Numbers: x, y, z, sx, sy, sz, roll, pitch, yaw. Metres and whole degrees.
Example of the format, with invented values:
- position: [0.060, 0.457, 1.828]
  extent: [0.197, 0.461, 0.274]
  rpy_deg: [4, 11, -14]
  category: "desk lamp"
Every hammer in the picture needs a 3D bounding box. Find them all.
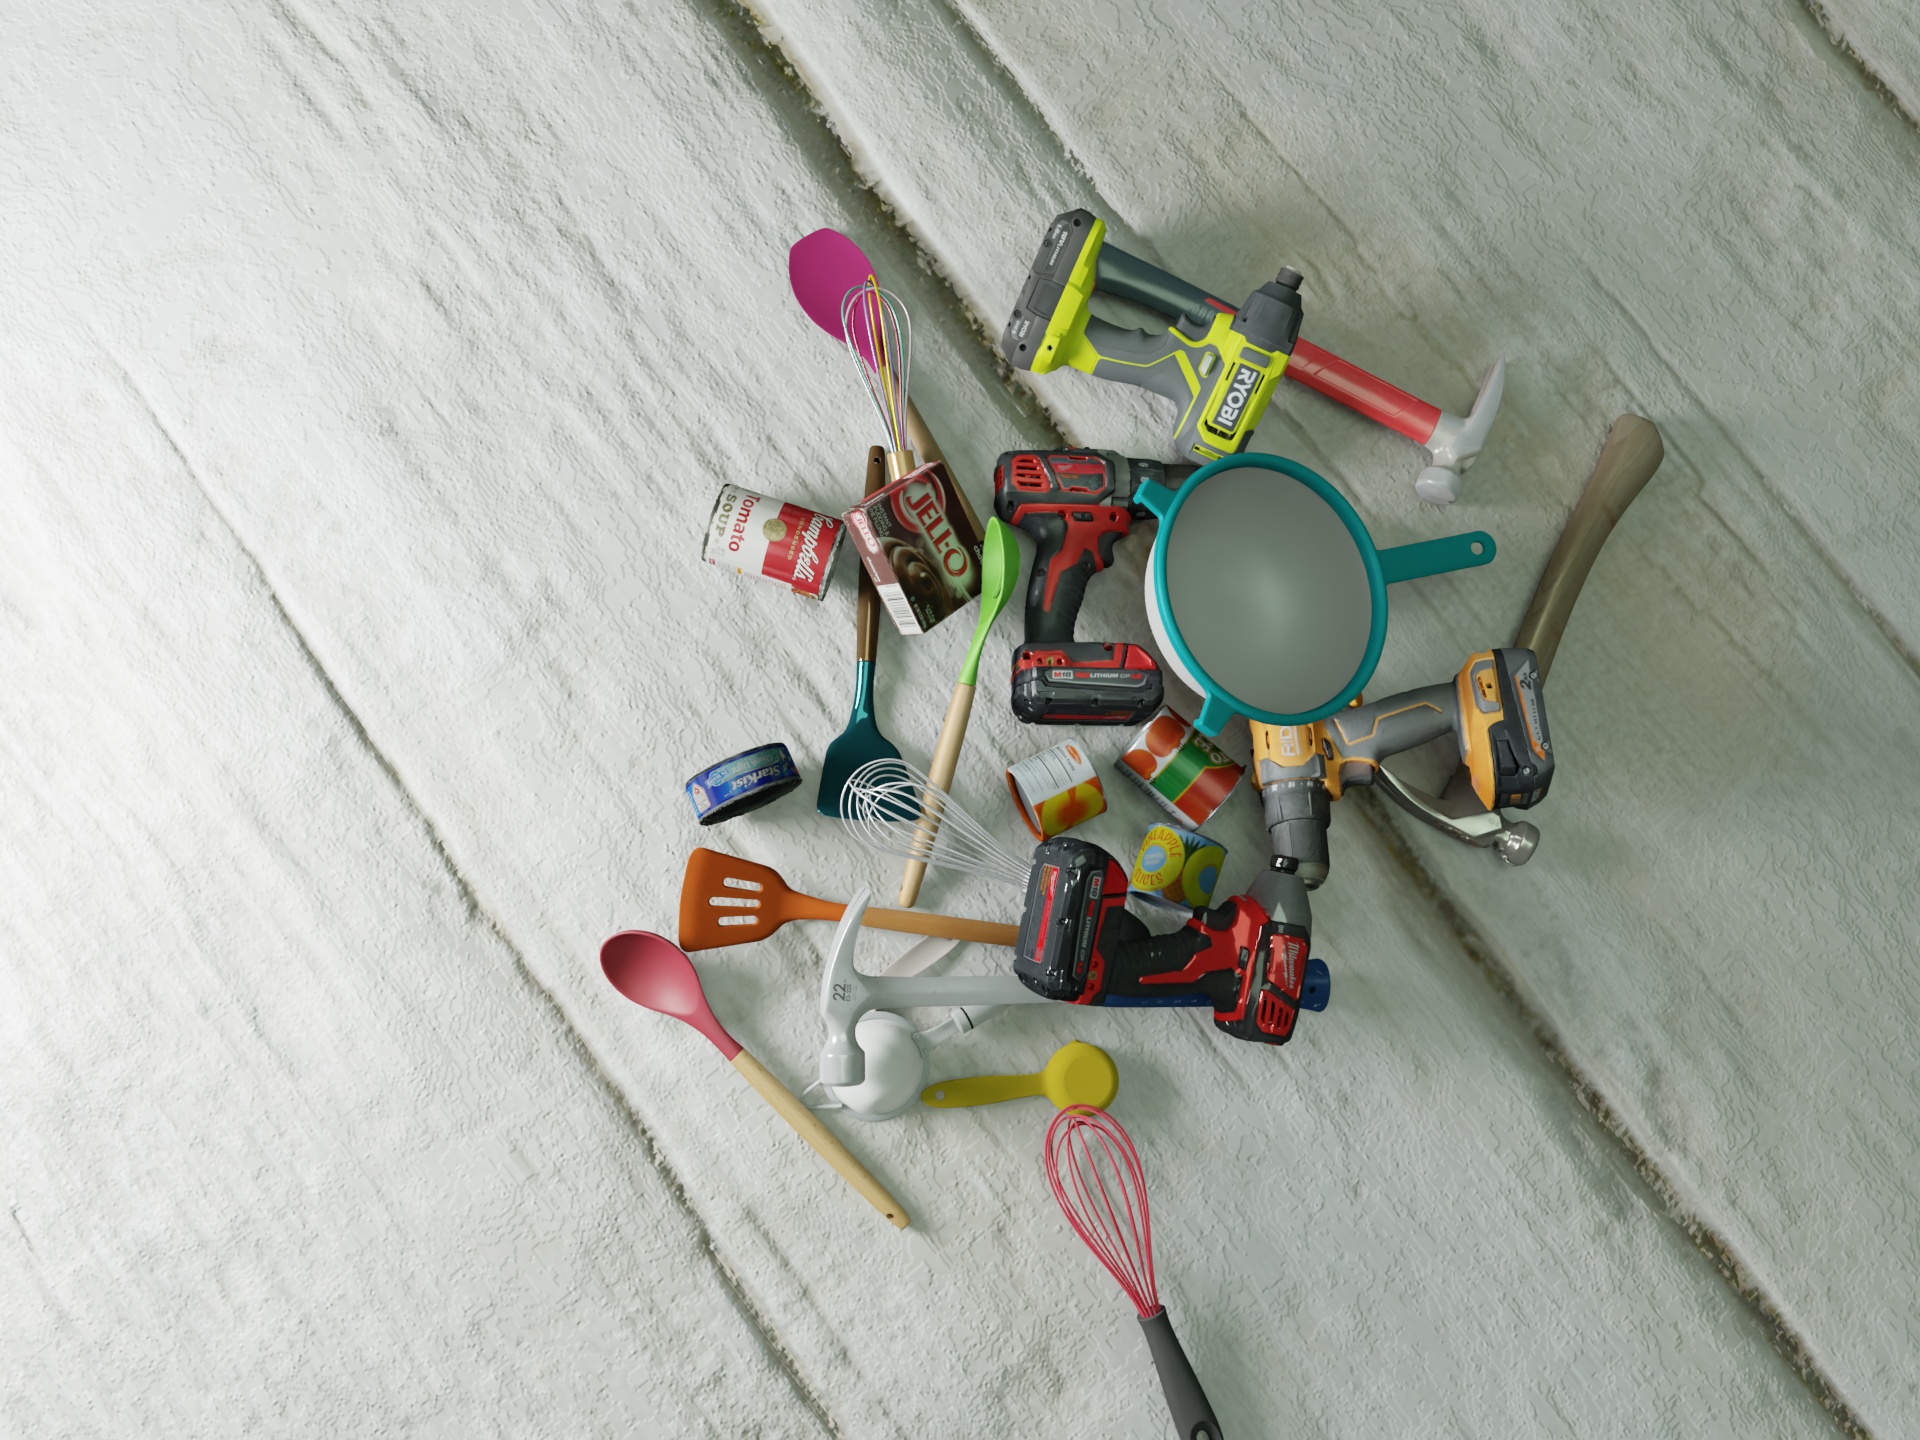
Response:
- position: [0.490, -0.089, 1.352]
  extent: [0.146, 0.038, 0.411]
  rpy_deg: [28, 77, 0]
  category: "hammer"
- position: [0.279, -0.332, 1.370]
  extent: [0.386, 0.038, 0.143]
  rpy_deg: [27, 77, -1]
  category: "hammer"
- position: [0.094, 0.200, 1.218]
  extent: [0.405, 0.035, 0.144]
  rpy_deg: [2, 88, -16]
  category: "hammer"

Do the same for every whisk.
- position: [-0.054, -0.240, 1.292]
  extent: [0.051, 0.047, 0.245]
  rpy_deg: [-13, 94, -38]
  category: "whisk"
- position: [0.034, 0.110, 1.225]
  extent: [0.284, 0.070, 0.070]
  rpy_deg: [29, 77, -19]
  category: "whisk"
- position: [0.138, 0.431, 1.206]
  extent: [0.073, 0.073, 0.296]
  rpy_deg: [-22, 89, -10]
  category: "whisk"

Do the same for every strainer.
- position: [0.274, -0.105, 1.259]
  extent: [0.340, 0.095, 0.211]
  rpy_deg: [-12, 85, -28]
  category: "strainer"
- position: [-0.006, 0.236, 1.232]
  extent: [0.258, 0.050, 0.087]
  rpy_deg: [-28, 100, -14]
  category: "strainer"

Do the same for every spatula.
- position: [-0.071, -0.074, 1.278]
  extent: [0.082, 0.044, 0.318]
  rpy_deg: [4, 78, -13]
  category: "spatula"
- position: [-0.054, 0.156, 1.231]
  extent: [0.322, 0.041, 0.081]
  rpy_deg: [8, 90, -3]
  category: "spatula"

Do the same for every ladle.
- position: [-0.151, 0.273, 1.210]
  extent: [0.315, 0.031, 0.069]
  rpy_deg: [45, 118, -1]
  category: "ladle"

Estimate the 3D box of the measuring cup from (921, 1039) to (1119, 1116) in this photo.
- position: [0.048, 0.283, 1.228]
  extent: [0.156, 0.029, 0.062]
  rpy_deg: [-4, 81, -13]
  category: "measuring cup"

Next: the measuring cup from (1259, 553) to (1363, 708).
- position: [0.299, -0.092, 1.319]
  extent: [0.095, 0.052, 0.174]
  rpy_deg: [-23, 81, -10]
  category: "measuring cup"

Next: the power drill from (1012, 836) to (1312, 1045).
- position: [0.160, 0.156, 1.182]
  extent: [0.219, 0.078, 0.143]
  rpy_deg: [13, 87, -18]
  category: "power drill"

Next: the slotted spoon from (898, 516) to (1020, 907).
- position: [-0.002, -0.004, 1.248]
  extent: [0.031, 0.070, 0.314]
  rpy_deg: [15, 93, -14]
  category: "slotted spoon"

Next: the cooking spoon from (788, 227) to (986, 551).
- position: [-0.052, -0.271, 1.329]
  extent: [0.069, 0.017, 0.319]
  rpy_deg: [-29, 84, 1]
  category: "cooking spoon"

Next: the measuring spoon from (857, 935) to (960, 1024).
- position: [-0.047, 0.196, 1.249]
  extent: [0.124, 0.018, 0.034]
  rpy_deg: [-33, 89, -18]
  category: "measuring spoon"

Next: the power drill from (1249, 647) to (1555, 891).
- position: [0.343, 0.037, 1.252]
  extent: [0.226, 0.084, 0.185]
  rpy_deg: [-6, 66, 12]
  category: "power drill"

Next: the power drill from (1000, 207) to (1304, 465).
- position: [0.161, -0.325, 1.311]
  extent: [0.223, 0.080, 0.171]
  rpy_deg: [24, 105, -1]
  category: "power drill"

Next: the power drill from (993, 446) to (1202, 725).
- position: [0.122, -0.114, 1.294]
  extent: [0.188, 0.080, 0.227]
  rpy_deg: [1, 77, -7]
  category: "power drill"
